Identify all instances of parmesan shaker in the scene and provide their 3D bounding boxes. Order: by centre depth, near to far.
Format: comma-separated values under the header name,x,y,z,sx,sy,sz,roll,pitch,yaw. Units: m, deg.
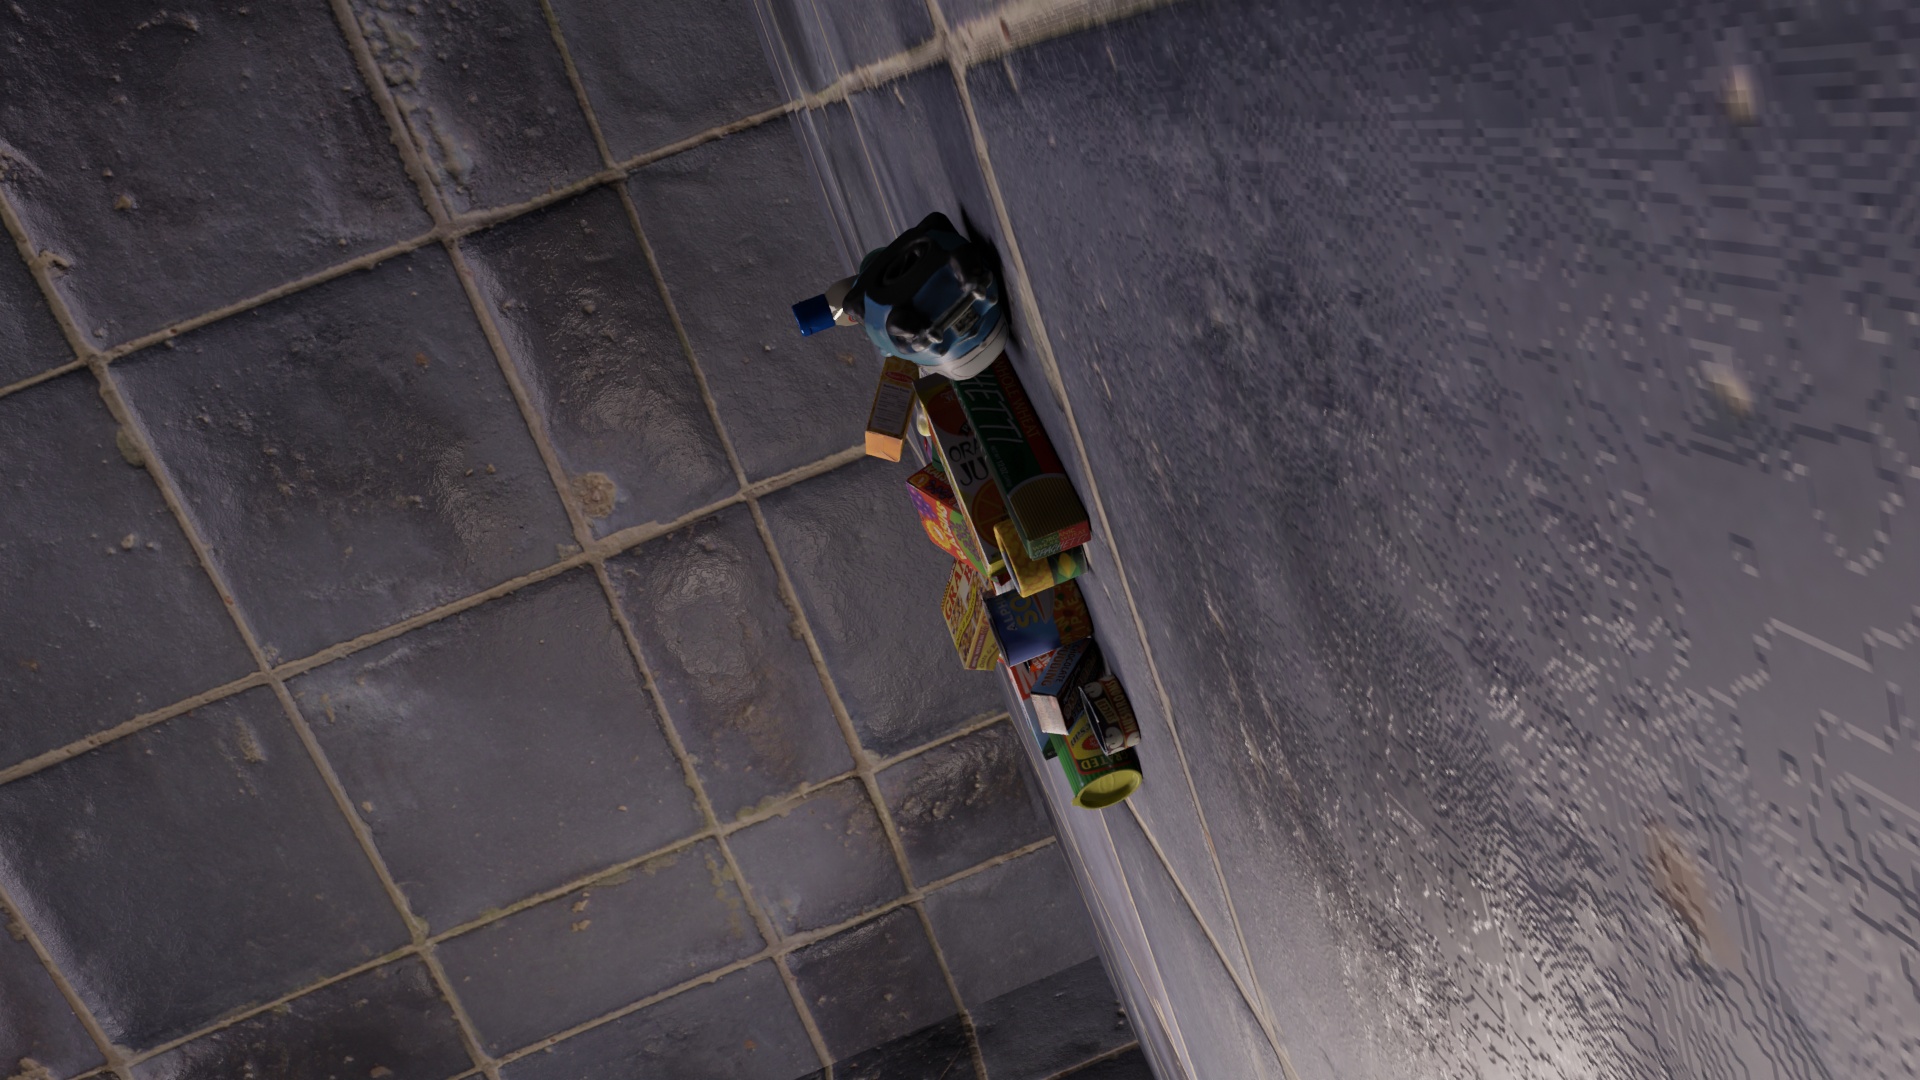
name,x,y,z,sx,sy,sz,roll,pitch,yaw
parmesan shaker,0.121,0.197,1.334,0.071,0.071,0.103,73,175,-53

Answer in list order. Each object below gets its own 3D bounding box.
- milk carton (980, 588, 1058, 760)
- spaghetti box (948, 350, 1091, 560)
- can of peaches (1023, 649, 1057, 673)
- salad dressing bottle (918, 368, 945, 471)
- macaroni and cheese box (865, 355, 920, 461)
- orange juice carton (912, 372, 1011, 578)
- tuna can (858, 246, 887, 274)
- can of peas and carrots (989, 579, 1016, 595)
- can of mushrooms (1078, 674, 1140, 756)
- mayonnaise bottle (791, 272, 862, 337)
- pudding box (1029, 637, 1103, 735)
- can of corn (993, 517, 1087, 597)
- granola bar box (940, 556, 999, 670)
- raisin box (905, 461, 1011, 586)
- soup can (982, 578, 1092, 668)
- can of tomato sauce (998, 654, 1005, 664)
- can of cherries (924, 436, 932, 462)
name,x,y,z,sx,sy,sz,roll,pitch,yaw
milk carton,0.086,0.131,1.502,0.073,0.072,0.190,-123,13,-77
spaghetti box,0.034,-0.093,1.106,0.028,0.050,0.251,77,172,-55
can of peaches,0.085,0.096,1.415,0.071,0.058,0.071,163,86,-86
salad dressing bottle,-0.012,-0.138,1.341,0.064,0.044,0.146,31,135,42
macaroni and cheese box,-0.058,-0.174,1.425,0.123,0.040,0.166,120,165,-82
orange juice carton,0.023,-0.071,1.252,0.073,0.072,0.193,88,161,-79
tuna can,-0.083,-0.304,1.595,0.032,0.071,0.071,86,163,-75
can of peas and carrots,0.053,0.017,1.433,0.071,0.059,0.071,164,85,-86
can of mushrooms,0.131,0.153,1.226,0.071,0.033,0.071,166,84,-87
mayonnaise bottle,-0.105,-0.259,1.482,0.064,0.148,0.041,79,169,-72
pudding box,0.097,0.132,1.266,0.084,0.030,0.049,-51,-46,-42
can of corn,0.065,0.005,1.144,0.071,0.058,0.071,164,85,-87
granola bar box,0.027,0.045,1.575,0.125,0.039,0.164,-114,34,-54
raisin box,0.005,-0.017,1.370,0.123,0.040,0.085,33,153,47
soup can,0.069,0.068,1.262,0.071,0.084,0.071,163,85,-86
can of tomato sauce,0.065,0.113,1.785,0.082,0.071,0.071,74,174,-49
can of cherries,-0.003,-0.100,1.543,0.058,0.071,0.071,-117,7,-62
